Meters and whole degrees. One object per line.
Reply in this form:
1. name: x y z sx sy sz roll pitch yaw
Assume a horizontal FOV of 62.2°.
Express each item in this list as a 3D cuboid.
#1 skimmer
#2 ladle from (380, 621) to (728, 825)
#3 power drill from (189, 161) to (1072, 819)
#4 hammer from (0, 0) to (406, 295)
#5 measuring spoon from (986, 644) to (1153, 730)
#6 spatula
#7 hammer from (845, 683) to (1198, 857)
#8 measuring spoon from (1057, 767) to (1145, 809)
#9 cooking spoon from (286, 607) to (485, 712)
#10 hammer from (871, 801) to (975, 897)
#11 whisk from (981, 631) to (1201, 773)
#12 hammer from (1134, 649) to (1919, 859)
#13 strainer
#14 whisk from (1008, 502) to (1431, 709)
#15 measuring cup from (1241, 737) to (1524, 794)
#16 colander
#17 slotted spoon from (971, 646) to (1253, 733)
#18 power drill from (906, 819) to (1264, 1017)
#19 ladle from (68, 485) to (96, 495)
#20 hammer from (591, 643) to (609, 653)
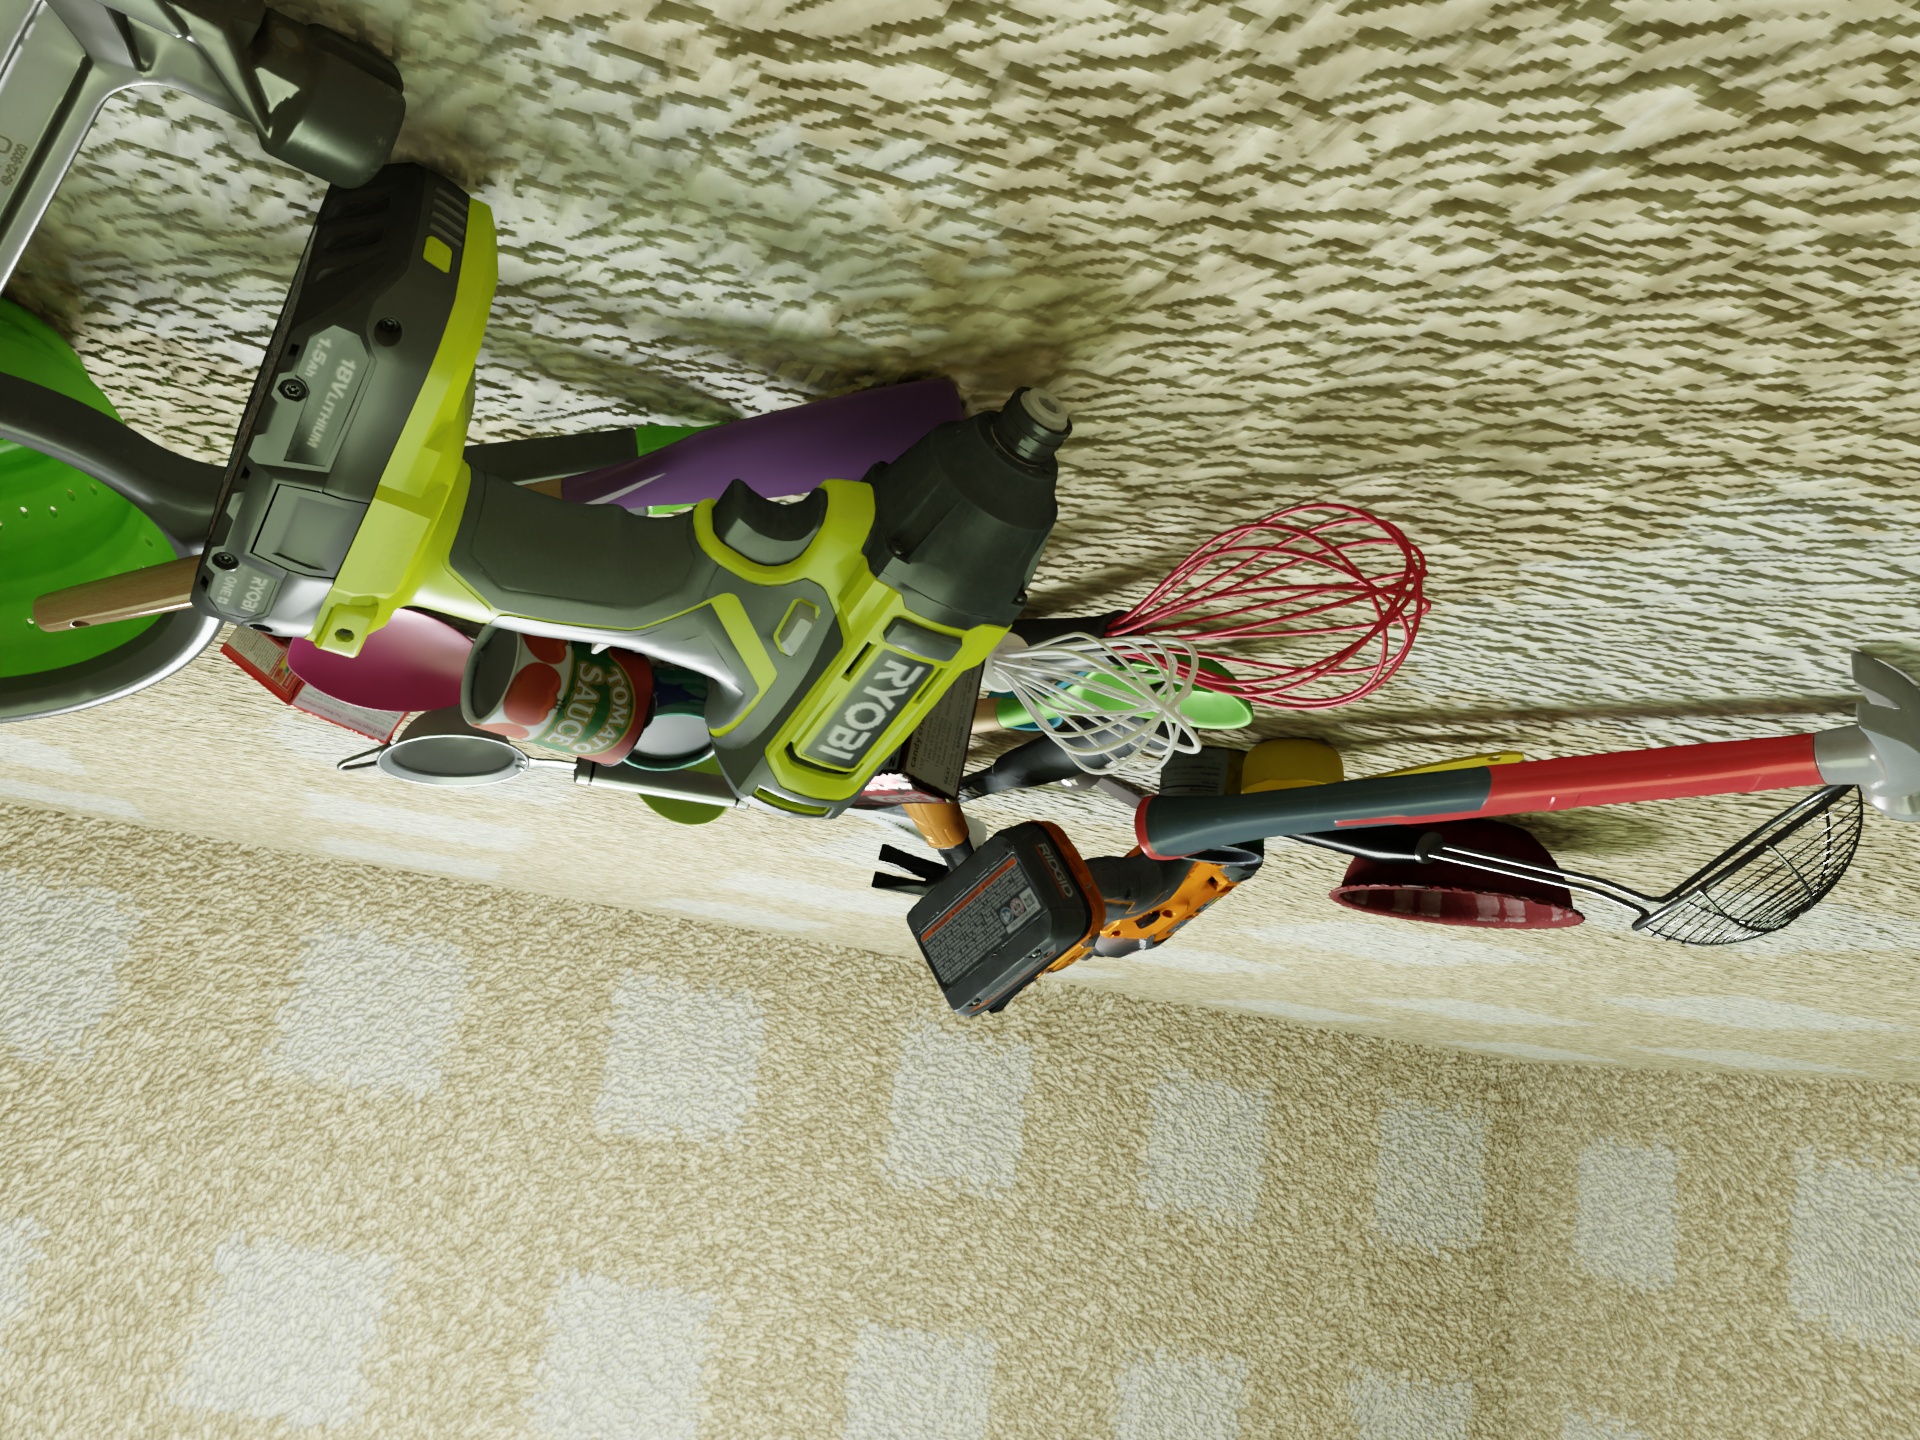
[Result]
1. skimmer: 0.314 0.056 0.902 0.127 0.090 0.363 -25 -159 -33
2. ladle: -0.249 -0.005 0.973 0.078 0.062 0.319 -16 154 26
3. power drill: -0.089 -0.062 0.470 0.223 0.080 0.171 18 130 -28
4. hammer: -0.298 -0.082 0.416 0.149 0.037 0.359 16 143 -42
5. measuring spoon: 0.057 -0.023 0.796 0.042 0.021 0.128 20 154 -26
6. spatula: -0.153 -0.067 0.525 0.316 0.018 0.059 -12 162 3
7. hammer: 0.022 0.031 0.983 0.149 0.036 0.409 22 161 -18
8. measuring spoon: 0.099 0.050 1.062 0.034 0.018 0.124 -1 162 35
9. cooking spoon: -0.229 -0.017 0.933 0.318 0.068 0.017 13 -149 -38
10. hammer: -0.019 0.063 1.001 0.127 0.034 0.336 12 161 11
11. whisk: 0.021 -0.022 0.638 0.059 0.058 0.246 39 172 -26
12. hammer: 0.247 0.031 0.768 0.386 0.038 0.143 -9 158 37
13. strainer: -0.234 0.026 0.955 0.258 0.050 0.087 10 155 -19
14. whisk: 0.076 -0.035 0.635 0.073 0.073 0.296 15 170 -28
15. measuring cup: 0.225 0.021 0.861 0.156 0.029 0.062 -12 155 35
16. colander: -0.278 -0.096 0.550 0.397 0.095 0.204 -8 154 -8
17. slotted spoon: -0.001 -0.003 0.797 0.314 0.031 0.070 -7 152 32
18. power drill: 0.076 0.121 1.019 0.226 0.084 0.164 -5 149 -47
19. ladle: -0.361 -0.067 0.837 0.069 0.031 0.315 16 168 17
20. hammer: -0.102 -0.017 0.876 0.130 0.031 0.331 6 167 9
